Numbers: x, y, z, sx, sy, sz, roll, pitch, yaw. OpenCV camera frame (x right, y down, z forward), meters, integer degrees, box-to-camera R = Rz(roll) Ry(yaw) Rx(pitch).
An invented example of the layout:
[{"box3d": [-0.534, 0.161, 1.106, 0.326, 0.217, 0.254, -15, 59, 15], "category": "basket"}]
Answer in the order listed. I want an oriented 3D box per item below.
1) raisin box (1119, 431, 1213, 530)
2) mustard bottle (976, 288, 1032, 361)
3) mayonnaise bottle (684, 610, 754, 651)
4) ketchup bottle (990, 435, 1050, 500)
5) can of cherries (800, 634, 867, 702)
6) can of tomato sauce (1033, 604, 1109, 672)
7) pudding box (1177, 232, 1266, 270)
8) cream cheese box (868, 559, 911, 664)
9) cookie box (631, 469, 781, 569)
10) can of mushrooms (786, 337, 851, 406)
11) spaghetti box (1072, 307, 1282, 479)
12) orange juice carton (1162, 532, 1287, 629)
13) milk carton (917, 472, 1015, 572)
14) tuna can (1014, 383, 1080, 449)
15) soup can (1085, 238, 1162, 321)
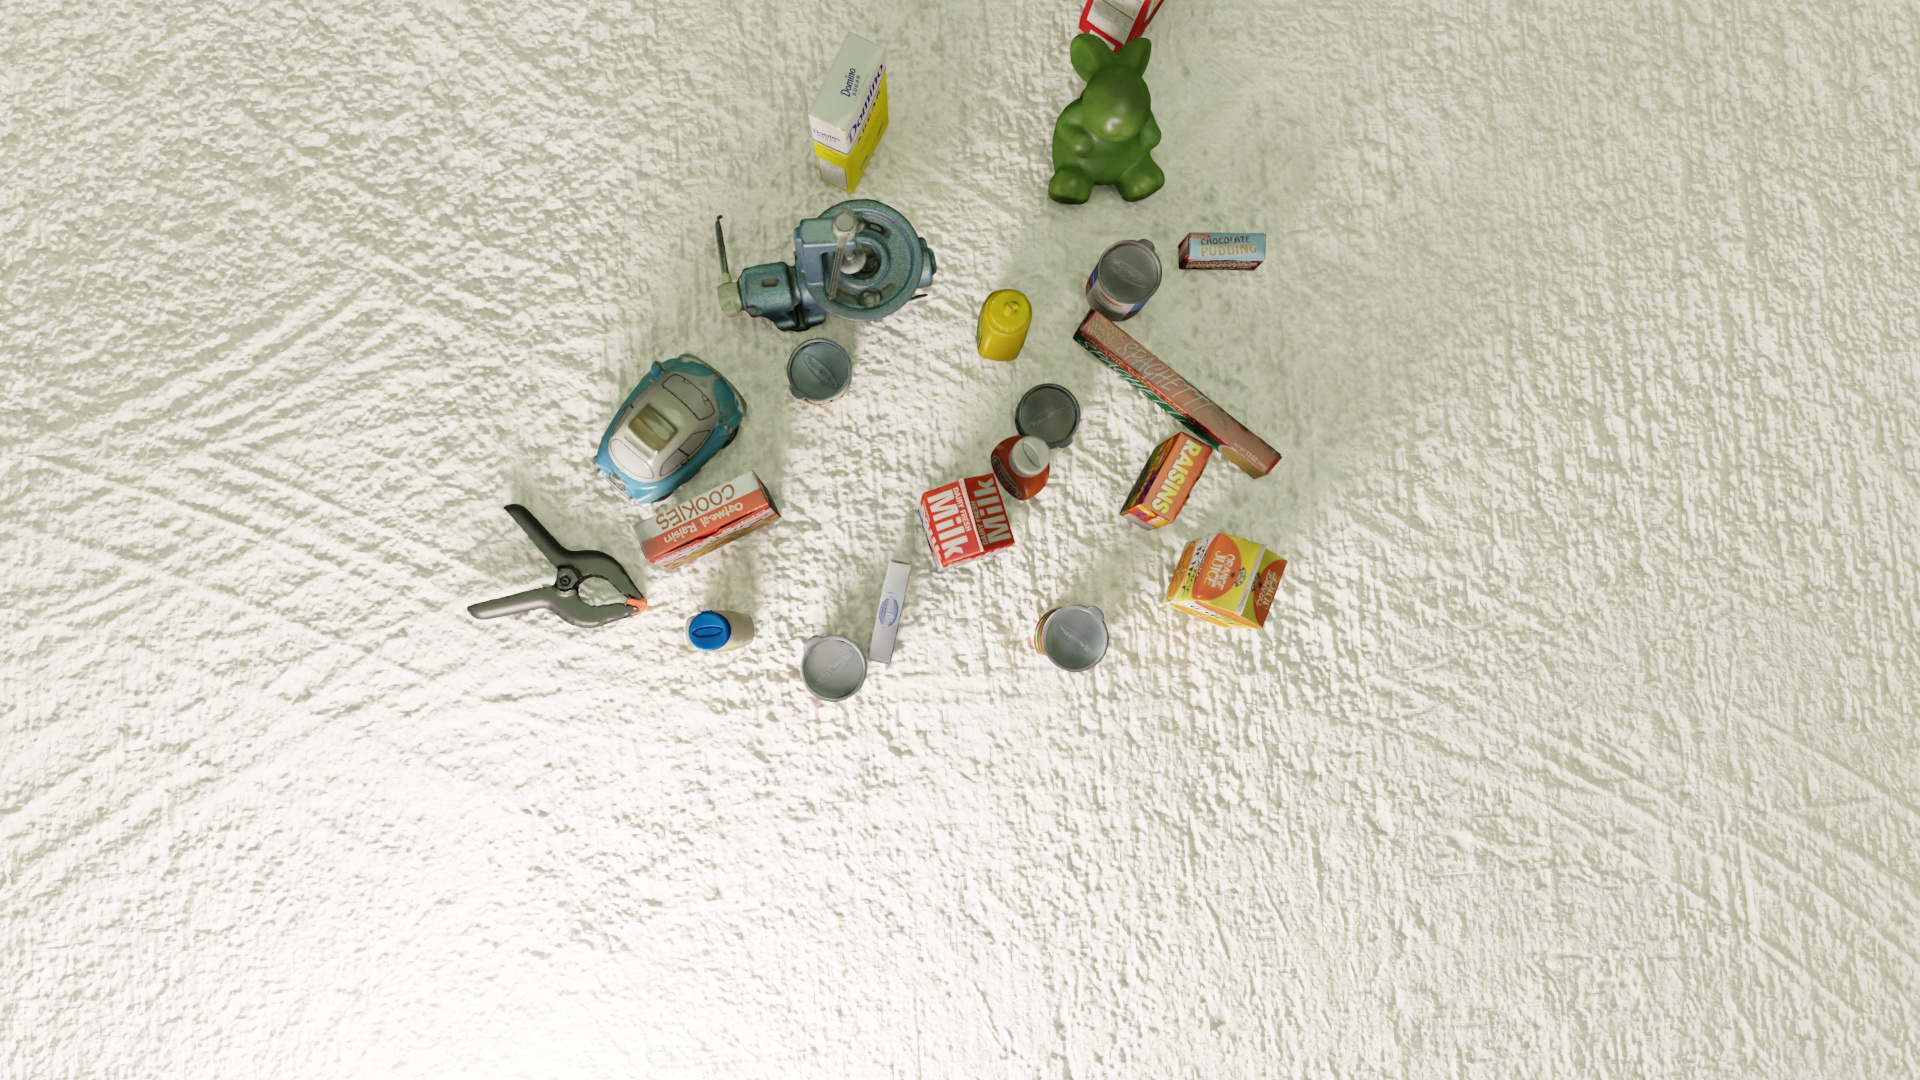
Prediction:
[{"box3d": [0.206, -0.058, 1.400, 0.040, 0.123, 0.086, 30, 85, -1], "category": "raisin box"}, {"box3d": [0.044, -0.220, 1.383, 0.049, 0.160, 0.065, 5, 86, -3], "category": "mustard bottle"}, {"box3d": [-0.237, 0.089, 1.347, 0.065, 0.148, 0.041, -6, 87, -4], "category": "mayonnaise bottle"}, {"box3d": [0.063, -0.077, 1.379, 0.043, 0.148, 0.064, -34, 89, -5], "category": "ketchup bottle"}, {"box3d": [-0.128, 0.126, 1.396, 0.071, 0.058, 0.071, 0, 86, -4], "category": "can of cherries"}, {"box3d": [0.111, 0.097, 1.402, 0.071, 0.083, 0.071, 0, 86, -4], "category": "can of tomato sauce"}, {"box3d": [0.275, -0.304, 1.461, 0.084, 0.049, 0.030, 0, 86, -4], "category": "pudding box"}, {"box3d": [-0.072, 0.072, 1.407, 0.024, 0.053, 0.104, 12, 85, -3], "category": "cream cheese box"}, {"box3d": [-0.241, -0.017, 1.345, 0.123, 0.167, 0.040, -26, 88, -5], "category": "cookie box"}, {"box3d": [-0.147, -0.171, 1.430, 0.071, 0.033, 0.071, 0, 86, -4], "category": "can of mushrooms"}, {"box3d": [0.223, -0.151, 1.445, 0.250, 0.050, 0.029, 38, 85, 0], "category": "spaghetti box"}, {"box3d": [0.262, 0.041, 1.362, 0.073, 0.192, 0.072, 23, 85, -2], "category": "orange juice carton"}, {"box3d": [0.005, -0.017, 1.350, 0.073, 0.190, 0.072, -17, 87, -5], "category": "milk carton"}, {"box3d": [0.091, -0.126, 1.443, 0.071, 0.033, 0.071, 0, 86, -4], "category": "tuna can"}, {"box3d": [0.169, -0.269, 1.434, 0.071, 0.083, 0.071, 0, 86, -4], "category": "soup can"}]
